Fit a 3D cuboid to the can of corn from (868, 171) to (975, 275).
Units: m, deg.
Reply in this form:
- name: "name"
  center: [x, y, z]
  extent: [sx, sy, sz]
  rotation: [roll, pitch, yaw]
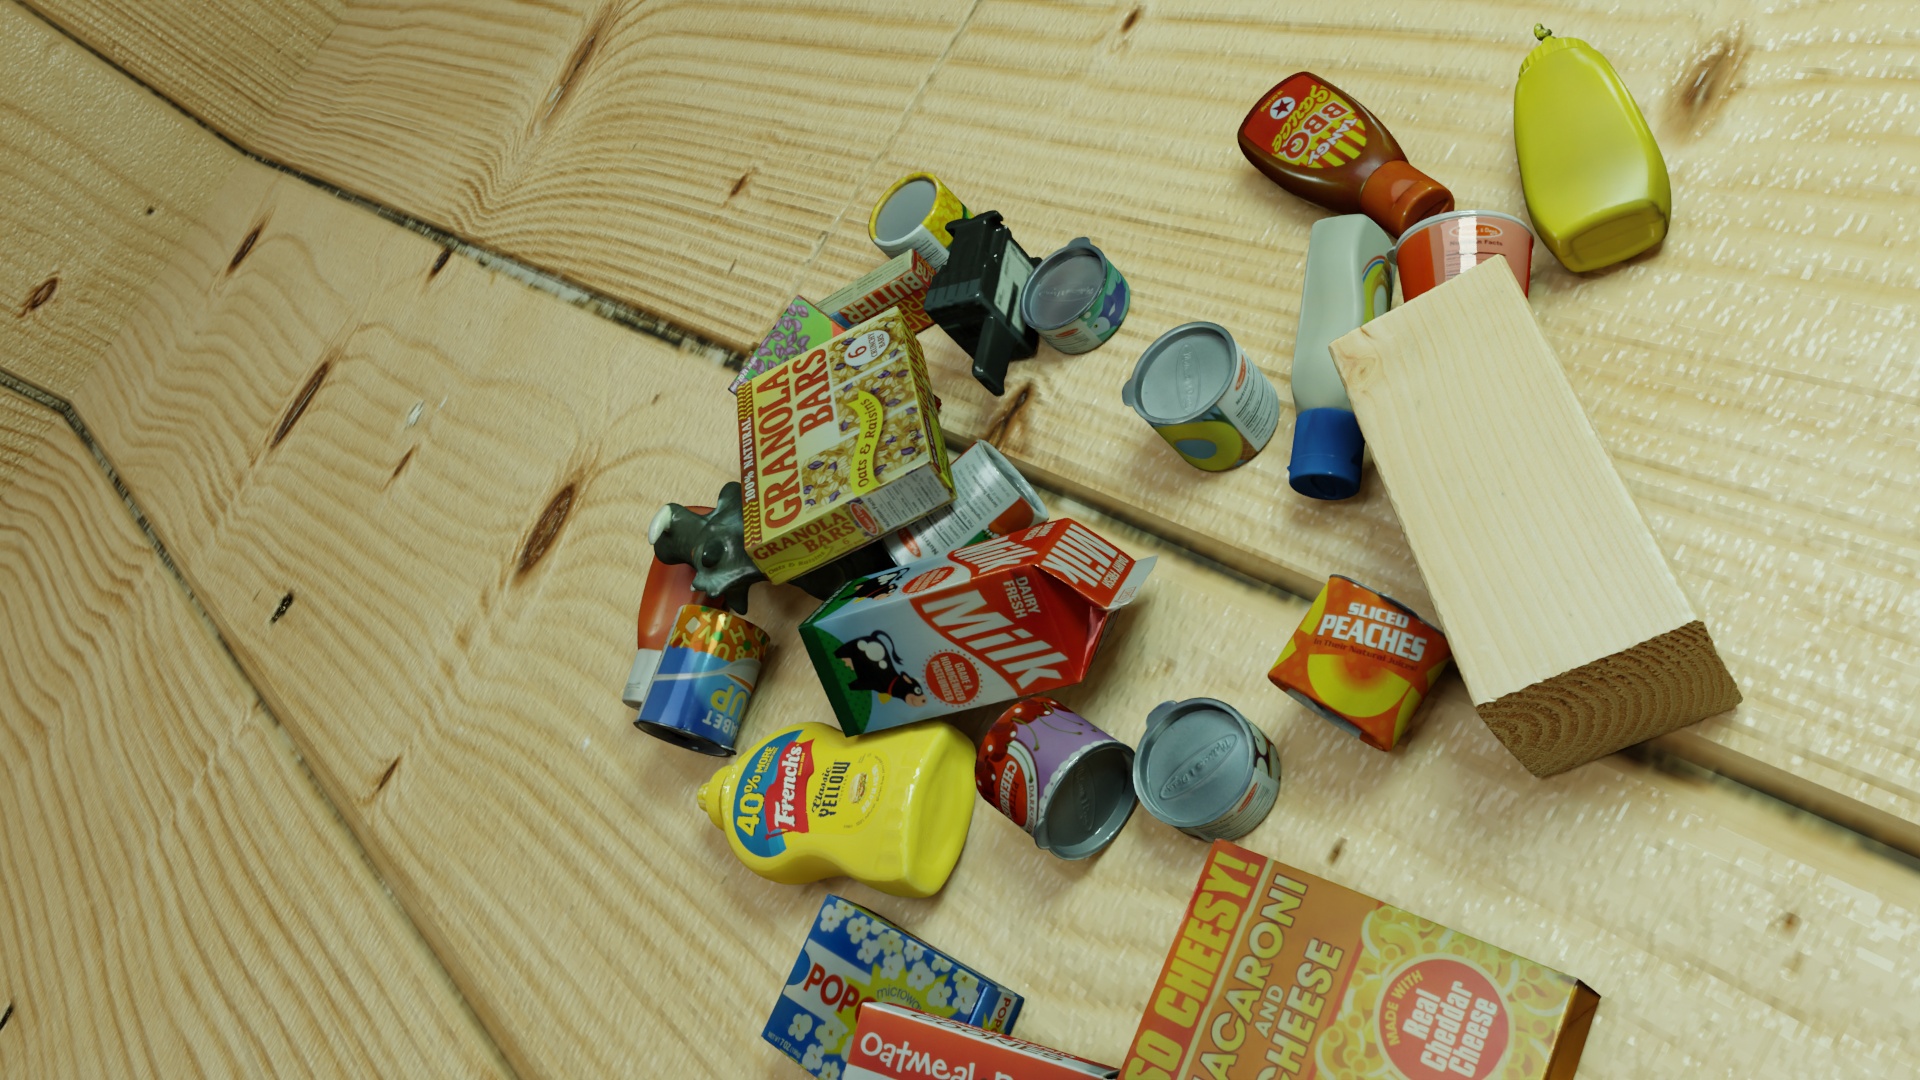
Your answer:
- name: "can of corn"
  center: [-0.024, -0.226, 1.007]
  extent: [0.071, 0.058, 0.071]
  rotation: [-20, 52, 29]

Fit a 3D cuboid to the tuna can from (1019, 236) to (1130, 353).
- name: "tuna can"
  center: [0.075, -0.158, 0.900]
  extent: [0.071, 0.032, 0.071]
  rotation: [-20, 52, 29]

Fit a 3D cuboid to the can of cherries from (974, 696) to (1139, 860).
- name: "can of cherries"
  center: [0.048, 0.122, 0.716]
  extent: [0.058, 0.071, 0.071]
  rotation: [29, 84, 46]

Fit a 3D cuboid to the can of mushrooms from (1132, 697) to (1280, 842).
- name: "can of mushrooms"
  center: [0.121, 0.112, 0.688]
  extent: [0.071, 0.033, 0.071]
  rotation: [-21, 53, 30]

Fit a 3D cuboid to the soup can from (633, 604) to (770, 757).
- name: "soup can"
  center: [-0.167, 0.094, 0.918]
  extent: [0.071, 0.071, 0.084]
  rotation: [0, 64, 40]

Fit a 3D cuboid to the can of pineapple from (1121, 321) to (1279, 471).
- name: "can of pineapple"
  center: [0.136, -0.080, 0.781]
  extent: [0.071, 0.057, 0.071]
  rotation: [-21, 52, 29]

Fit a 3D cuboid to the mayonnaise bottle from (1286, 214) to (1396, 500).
- name: "mayonnaise bottle"
  center: [0.201, -0.095, 0.736]
  extent: [0.041, 0.064, 0.148]
  rotation: [-2, 67, 35]

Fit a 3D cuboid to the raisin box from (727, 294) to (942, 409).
- name: "raisin box"
  center: [-0.087, -0.098, 0.956]
  extent: [0.123, 0.040, 0.086]
  rotation: [38, 93, 20]

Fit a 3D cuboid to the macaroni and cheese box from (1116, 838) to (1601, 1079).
- name: "macaroni and cheese box"
  center: [0.162, 0.213, 0.585]
  extent: [0.166, 0.040, 0.124]
  rotation: [14, 74, 43]

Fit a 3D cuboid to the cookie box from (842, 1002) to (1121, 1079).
- name: "cookie box"
  center: [-0.005, 0.309, 0.628]
  extent: [0.123, 0.040, 0.168]
  rotation: [8, 74, 23]

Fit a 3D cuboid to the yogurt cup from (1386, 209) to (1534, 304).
- name: "yogurt cup"
  center: [0.257, -0.128, 0.708]
  extent: [0.072, 0.072, 0.054]
  rotation: [-9, 66, 36]

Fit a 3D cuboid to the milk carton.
- name: "milk carton"
  center: [0.015, 0.044, 0.766]
  extent: [0.190, 0.073, 0.073]
  rotation: [-17, 14, 25]

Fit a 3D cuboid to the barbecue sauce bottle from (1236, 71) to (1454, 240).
- name: "barbecue sauce bottle"
  center: [0.225, -0.219, 0.806]
  extent: [0.065, 0.043, 0.149]
  rotation: [-43, 45, 9]

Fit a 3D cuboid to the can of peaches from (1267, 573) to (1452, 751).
- name: "can of peaches"
  center: [0.185, 0.057, 0.644]
  extent: [0.071, 0.071, 0.058]
  rotation: [31, 87, 46]

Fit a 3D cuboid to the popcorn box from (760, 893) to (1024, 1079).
- name: "popcorn box"
  center: [-0.037, 0.251, 0.727]
  extent: [0.127, 0.038, 0.085]
  rotation: [15, 75, 44]

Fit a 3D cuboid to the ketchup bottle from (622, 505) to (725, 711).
- name: "ketchup bottle"
  center: [-0.201, 0.049, 0.988]
  extent: [0.064, 0.043, 0.149]
  rotation: [0, 64, 32]

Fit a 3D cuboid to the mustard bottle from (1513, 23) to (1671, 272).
- name: "mustard bottle"
  center: [0.320, -0.214, 0.720]
  extent: [0.065, 0.048, 0.161]
  rotation: [-19, 52, 30]

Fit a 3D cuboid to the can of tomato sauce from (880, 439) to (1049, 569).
- name: "can of tomato sauce"
  center: [0.003, -0.011, 0.844]
  extent: [0.083, 0.071, 0.071]
  rotation: [-41, 45, 11]

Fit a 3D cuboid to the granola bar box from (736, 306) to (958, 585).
- name: "granola bar box"
  center: [-0.075, -0.061, 0.859]
  extent: [0.124, 0.039, 0.166]
  rotation: [-25, 41, 11]

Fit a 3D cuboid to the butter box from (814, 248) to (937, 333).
- name: "butter box"
  center: [-0.060, -0.165, 1.003]
  extent: [0.103, 0.053, 0.024]
  rotation: [-24, 48, 25]
